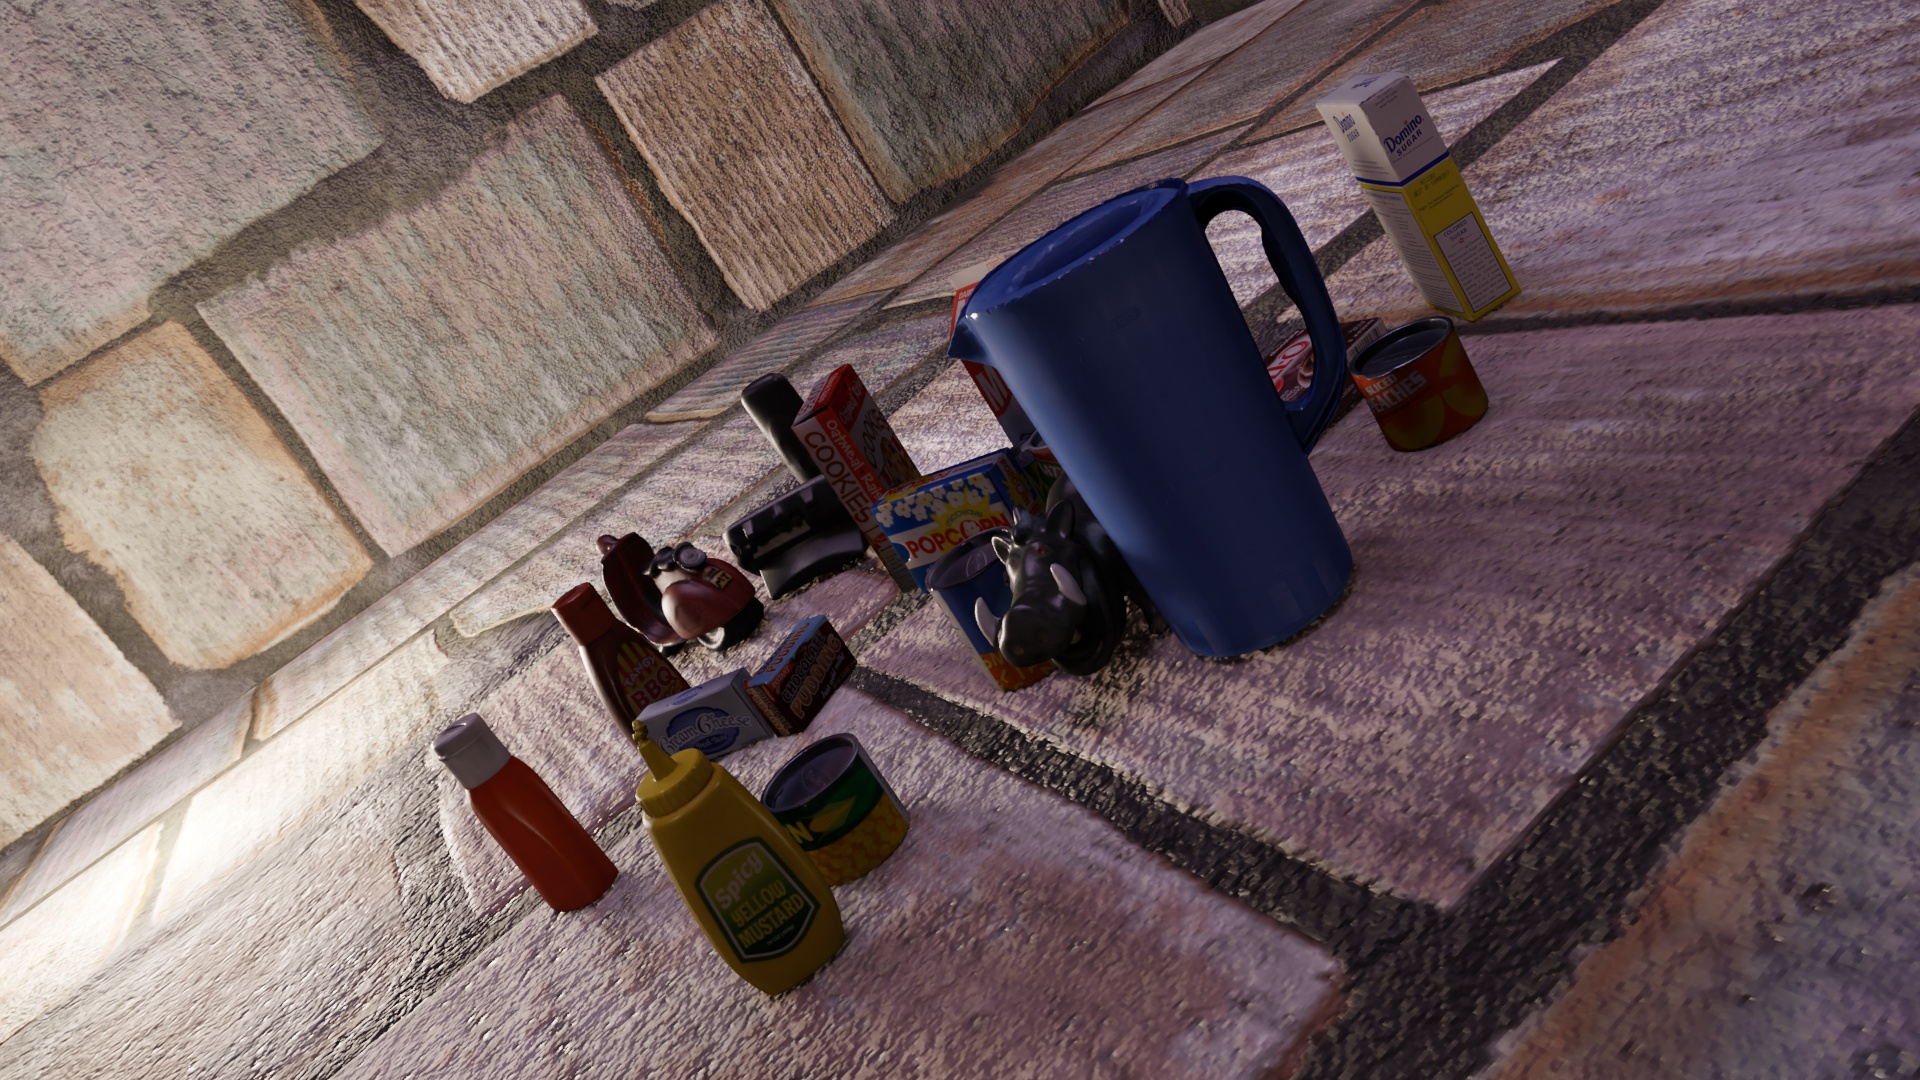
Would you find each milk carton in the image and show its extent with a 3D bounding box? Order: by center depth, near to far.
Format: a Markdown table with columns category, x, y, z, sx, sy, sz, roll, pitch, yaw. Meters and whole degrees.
| category | x | y | z | sx | sy | sz | roll | pitch | yaw |
| --- | --- | --- | --- | --- | --- | --- | --- | --- | --- |
| milk carton | 0.060 | -0.142 | 1.127 | 0.072 | 0.190 | 0.074 | -11 | 28 | 49 |

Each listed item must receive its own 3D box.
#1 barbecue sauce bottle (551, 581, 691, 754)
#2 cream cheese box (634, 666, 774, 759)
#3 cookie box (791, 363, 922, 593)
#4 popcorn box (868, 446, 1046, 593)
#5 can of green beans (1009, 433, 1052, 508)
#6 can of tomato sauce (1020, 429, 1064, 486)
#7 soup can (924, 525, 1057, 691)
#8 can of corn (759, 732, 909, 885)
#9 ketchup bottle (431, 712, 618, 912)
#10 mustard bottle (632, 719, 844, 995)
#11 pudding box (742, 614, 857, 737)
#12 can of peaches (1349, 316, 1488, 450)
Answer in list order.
| category | x | y | z | sx | sy | sz | roll | pitch | yaw |
| --- | --- | --- | --- | --- | --- | --- | --- | --- | --- |
| barbecue sauce bottle | -0.266 | 0.101 | 1.103 | 0.043 | 0.148 | 0.065 | -14 | 26 | 45 |
| cream cheese box | -0.190 | 0.136 | 1.041 | 0.103 | 0.053 | 0.024 | -23 | 20 | 28 |
| cookie box | -0.070 | -0.055 | 1.155 | 0.040 | 0.167 | 0.123 | -28 | 18 | 14 |
| popcorn box | 0.004 | -0.013 | 1.057 | 0.126 | 0.085 | 0.038 | -16 | 24 | 41 |
| can of green beans | 0.069 | -0.049 | 1.085 | 0.071 | 0.057 | 0.071 | -29 | 18 | 11 |
| can of tomato sauce | 0.095 | -0.051 | 1.006 | 0.071 | 0.083 | 0.071 | -29 | 18 | 11 |
| soup can | 0.029 | 0.042 | 0.875 | 0.071 | 0.083 | 0.071 | -29 | 18 | 11 |
| can of corn | -0.073 | 0.155 | 0.792 | 0.071 | 0.058 | 0.071 | -29 | 18 | 11 |
| ketchup bottle | -0.297 | 0.184 | 0.940 | 0.064 | 0.148 | 0.044 | -17 | 24 | 41 |
| mustard bottle | -0.122 | 0.156 | 0.705 | 0.065 | 0.160 | 0.049 | -36 | 18 | -11 |
| pudding box | -0.118 | 0.099 | 1.024 | 0.030 | 0.049 | 0.084 | -17 | 23 | 40 |
| can of peaches | 0.281 | -0.095 | 0.855 | 0.071 | 0.058 | 0.071 | -29 | 18 | 11 |
